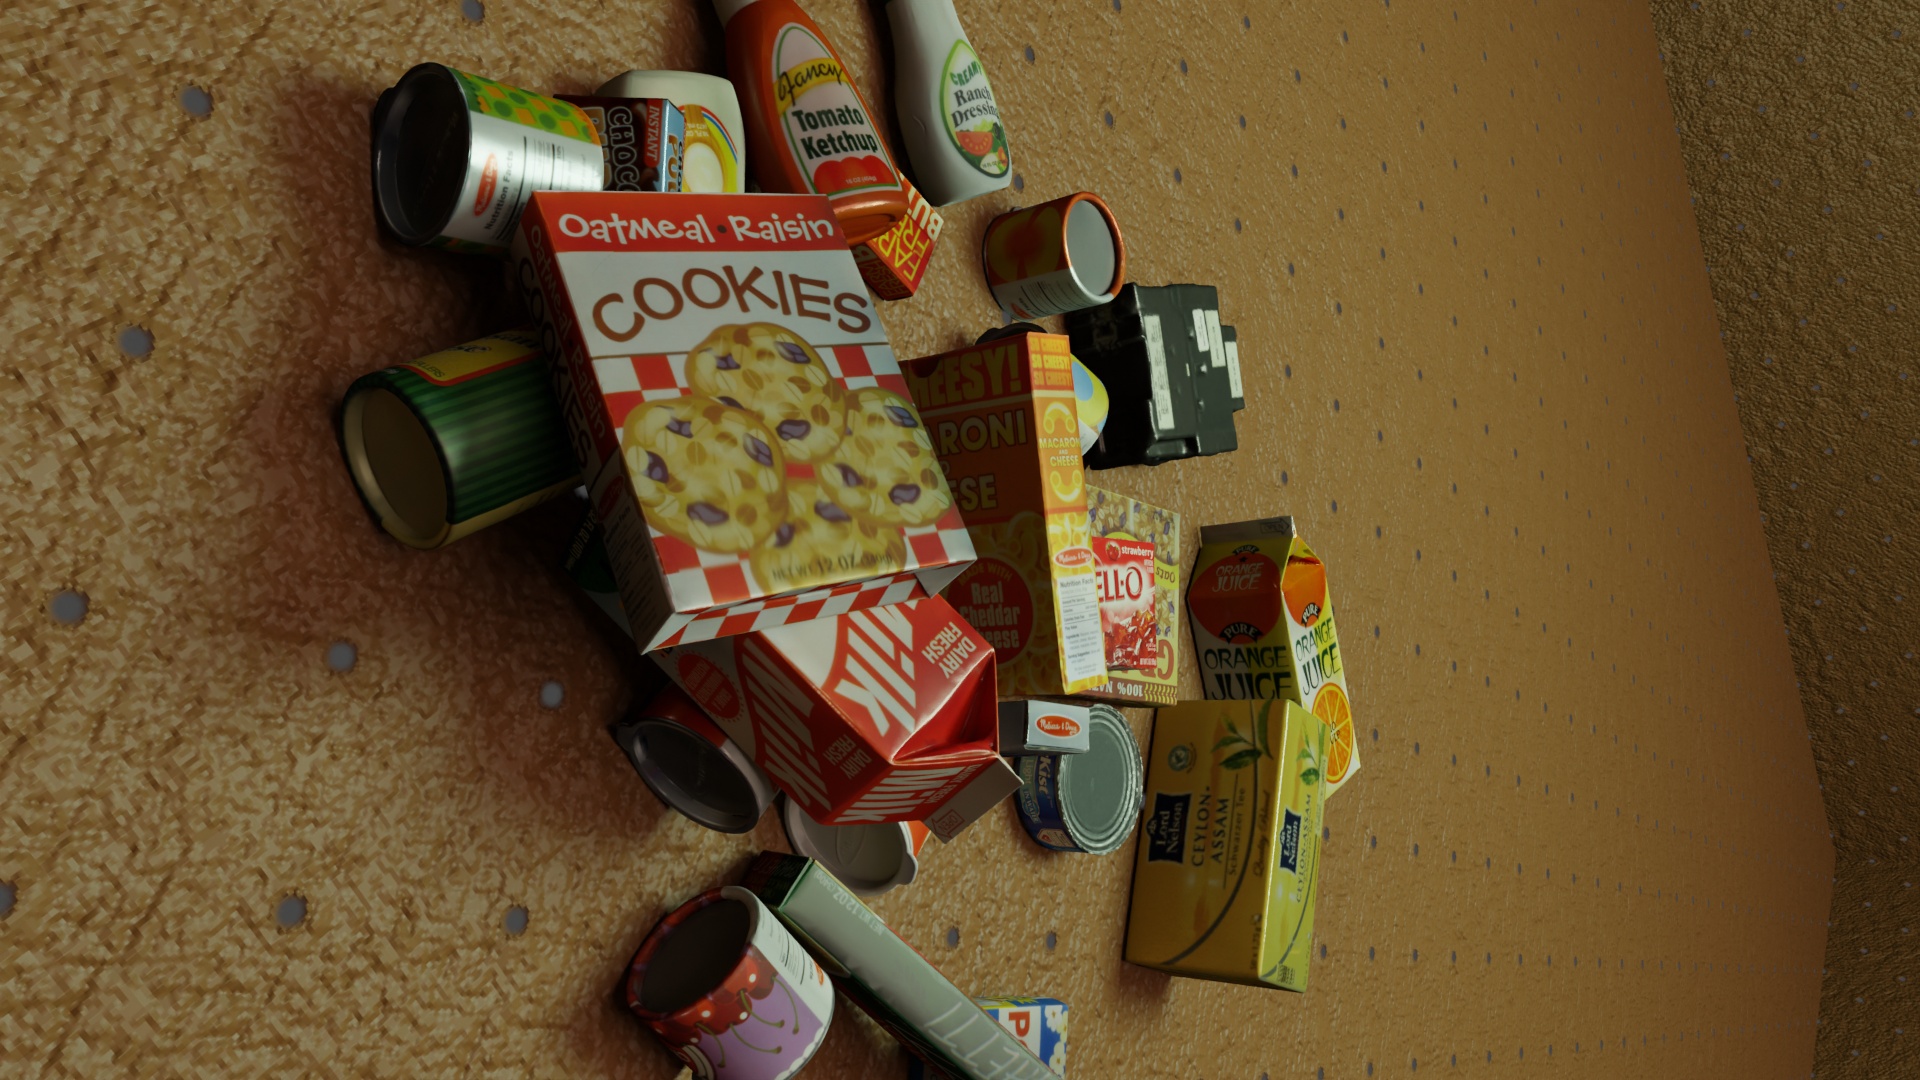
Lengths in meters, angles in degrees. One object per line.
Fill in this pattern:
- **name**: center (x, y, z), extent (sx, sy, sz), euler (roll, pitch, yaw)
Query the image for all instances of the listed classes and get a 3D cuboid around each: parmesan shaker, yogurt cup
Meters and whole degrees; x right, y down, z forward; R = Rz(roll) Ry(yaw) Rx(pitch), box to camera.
- **parmesan shaker**: center (-0.166, -0.045, 0.519), extent (0.103, 0.071, 0.071), euler (-32, 109, -48)
- **yogurt cup**: center (-0.041, 0.124, 0.653), extent (0.054, 0.072, 0.072), euler (-39, 115, -55)

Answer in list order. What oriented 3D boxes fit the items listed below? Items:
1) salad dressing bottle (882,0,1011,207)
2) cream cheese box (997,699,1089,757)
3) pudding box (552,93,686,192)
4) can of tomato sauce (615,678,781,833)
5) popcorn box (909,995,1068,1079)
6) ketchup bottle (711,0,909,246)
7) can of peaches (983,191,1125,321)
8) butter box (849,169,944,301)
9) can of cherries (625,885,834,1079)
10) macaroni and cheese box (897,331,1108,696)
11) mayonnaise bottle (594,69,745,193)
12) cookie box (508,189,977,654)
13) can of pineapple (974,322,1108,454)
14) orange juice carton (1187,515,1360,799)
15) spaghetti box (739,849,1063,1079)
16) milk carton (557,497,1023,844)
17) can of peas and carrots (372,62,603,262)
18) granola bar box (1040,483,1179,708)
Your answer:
- **salad dressing bottle**: center (-0.014, -0.259, 0.755), extent (0.064, 0.044, 0.147), euler (-30, 107, -47)
- **cream cheese box**: center (0.007, 0.094, 0.683), extent (0.053, 0.103, 0.024), euler (16, 71, -49)
- **pudding box**: center (-0.140, -0.136, 0.565), extent (0.030, 0.050, 0.083), euler (-56, 150, -85)
- **can of tomato sauce**: center (-0.094, 0.072, 0.597), extent (0.083, 0.071, 0.071), euler (-53, 124, -41)
- **popcorn box**: center (0.013, 0.301, 0.711), extent (0.085, 0.038, 0.127), euler (19, 71, -47)
- **ketchup bottle**: center (-0.079, -0.209, 0.645), extent (0.065, 0.043, 0.149), euler (-18, 82, -36)
- **can of peaches**: center (0.056, -0.169, 0.815), extent (0.071, 0.058, 0.071), euler (8, 79, -49)
- **butter box**: center (-0.053, -0.175, 0.711), extent (0.103, 0.024, 0.053), euler (43, 55, -38)
- **can of cherries**: center (-0.097, 0.188, 0.575), extent (0.058, 0.071, 0.072), euler (57, 46, -29)
- **macaroni and cheese box**: center (0.002, -0.008, 0.676), extent (0.040, 0.123, 0.166), euler (-5, 89, -52)
- **mayonnaise bottle**: center (-0.118, -0.128, 0.611), extent (0.065, 0.041, 0.148), euler (-12, 94, -44)
- **cookie box**: center (-0.081, -0.051, 0.510), extent (0.123, 0.040, 0.168), euler (-9, 68, -36)
- **can of pineapple**: center (0.041, -0.081, 0.778), extent (0.058, 0.071, 0.071), euler (35, 59, -43)
- **orange juice carton**: center (0.214, 0.079, 0.960), extent (0.073, 0.071, 0.192), euler (-21, 102, -50)
- **spaghetti box**: center (-0.002, 0.232, 0.647), extent (0.249, 0.050, 0.029), euler (46, 62, -18)
- **milk carton**: center (-0.059, 0.040, 0.544), extent (0.190, 0.072, 0.074), euler (44, 49, 2)
- **can of peas and carrots**: center (-0.179, -0.141, 0.524), extent (0.059, 0.071, 0.071), euler (1, 85, -51)
- **granola bar box**: center (0.070, 0.032, 0.818), extent (0.165, 0.039, 0.124), euler (14, 74, -49)
